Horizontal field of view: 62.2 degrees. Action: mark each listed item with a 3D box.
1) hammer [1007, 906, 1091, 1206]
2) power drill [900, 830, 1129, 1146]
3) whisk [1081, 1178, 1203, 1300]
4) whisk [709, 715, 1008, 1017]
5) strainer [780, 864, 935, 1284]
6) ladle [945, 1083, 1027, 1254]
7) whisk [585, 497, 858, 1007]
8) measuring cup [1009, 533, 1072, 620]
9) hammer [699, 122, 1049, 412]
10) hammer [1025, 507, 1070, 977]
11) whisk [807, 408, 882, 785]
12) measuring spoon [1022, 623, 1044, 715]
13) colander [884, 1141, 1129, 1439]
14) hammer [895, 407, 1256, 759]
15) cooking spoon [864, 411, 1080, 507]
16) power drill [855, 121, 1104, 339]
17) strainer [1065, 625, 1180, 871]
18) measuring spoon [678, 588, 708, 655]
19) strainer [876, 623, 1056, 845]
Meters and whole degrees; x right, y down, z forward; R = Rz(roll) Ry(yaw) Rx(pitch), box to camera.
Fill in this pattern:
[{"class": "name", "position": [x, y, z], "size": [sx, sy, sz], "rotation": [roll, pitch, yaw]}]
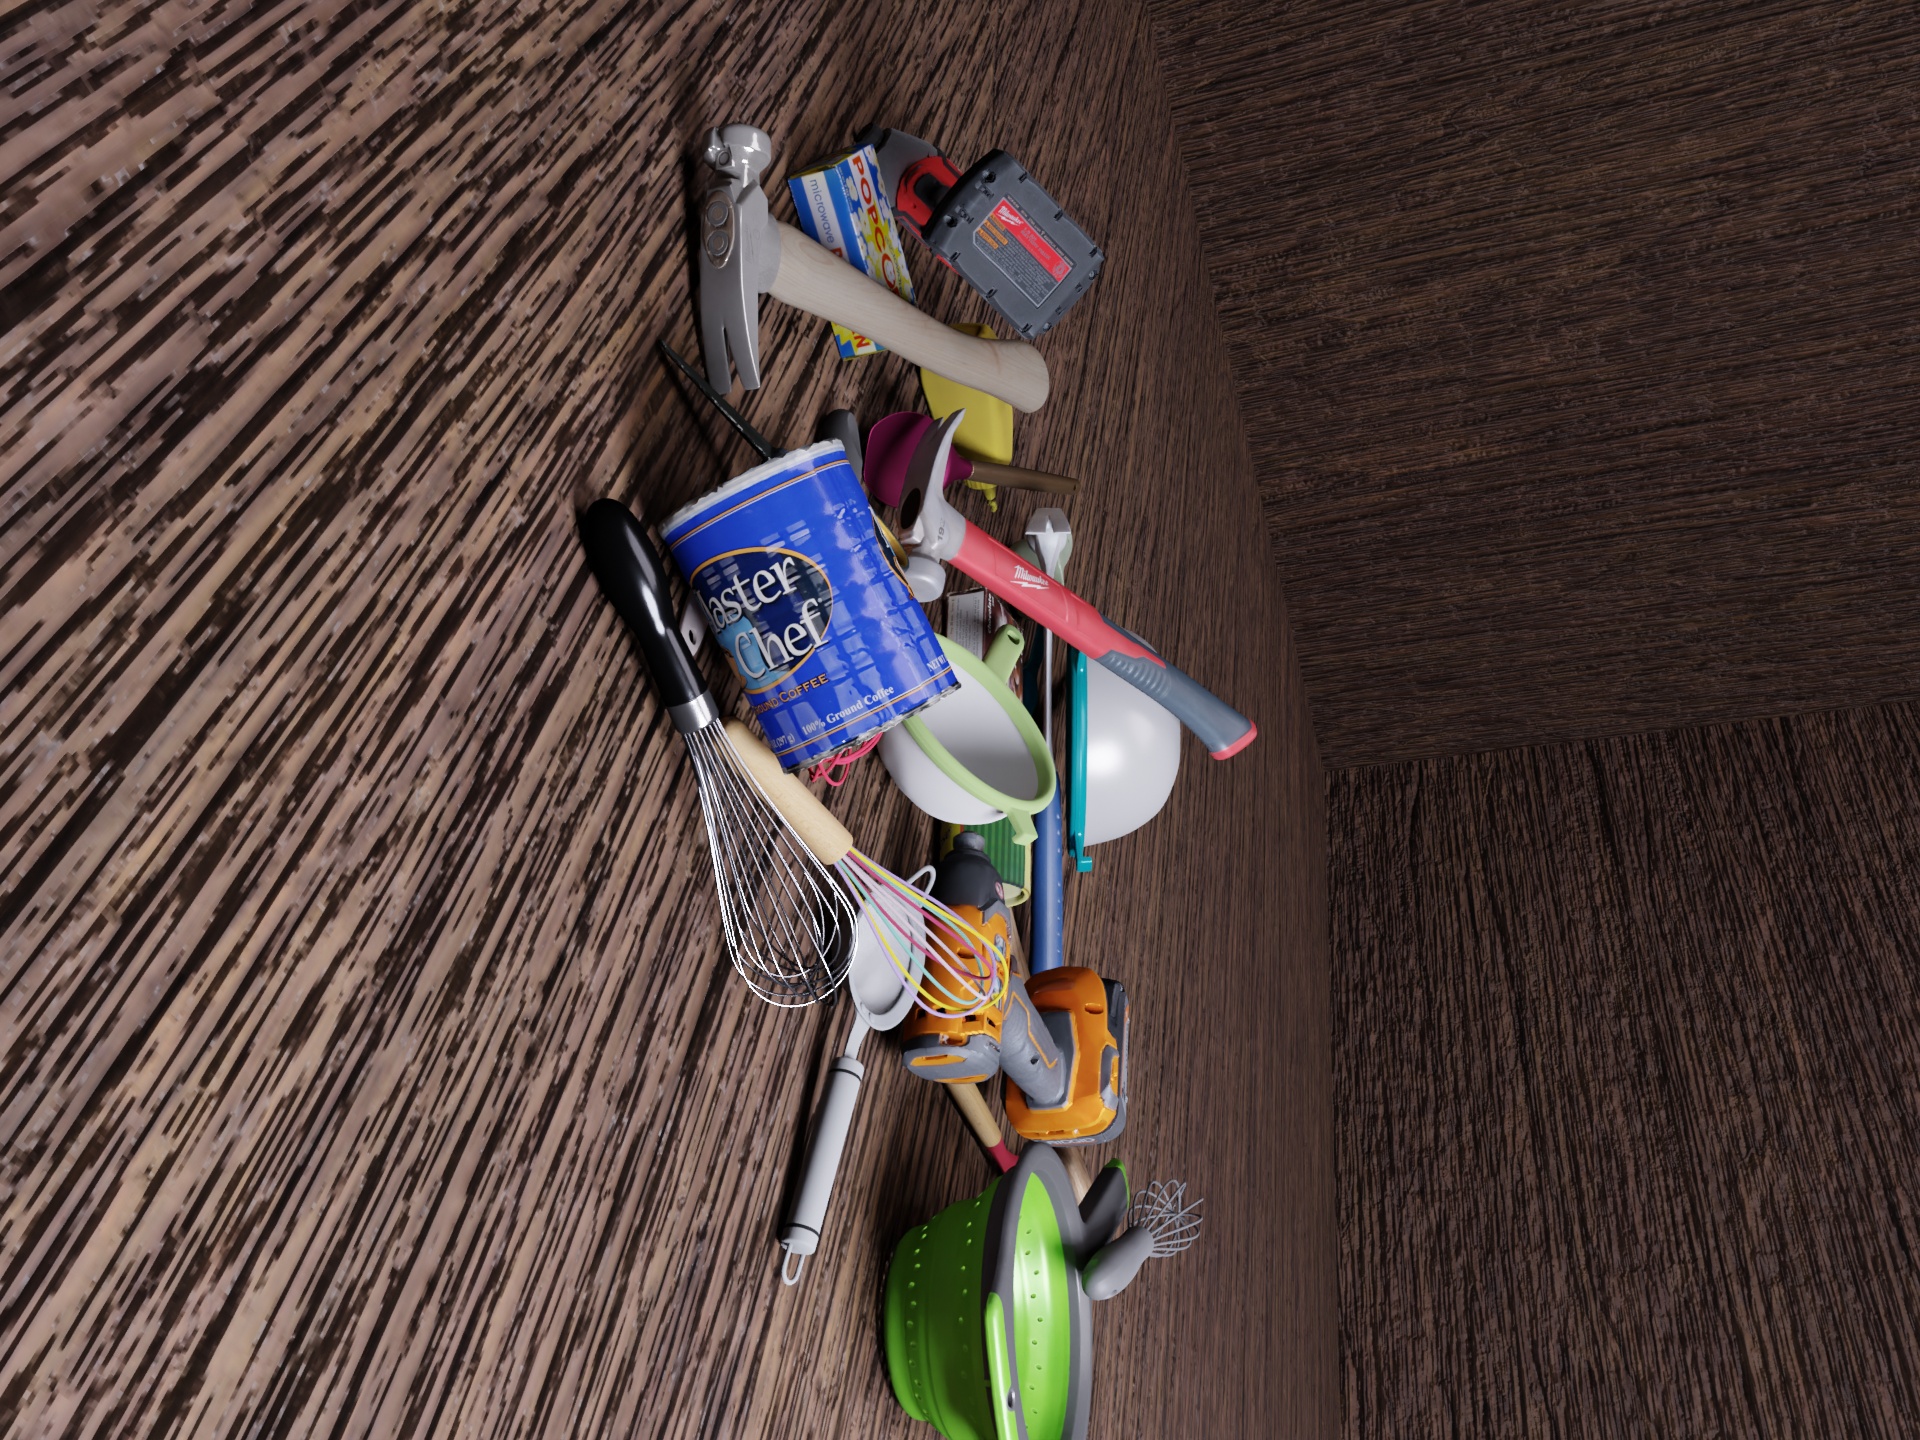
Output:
[{"class": "hammer", "position": [0.067, 0.285, 1.232], "size": [0.130, 0.031, 0.331], "rotation": [-91, 165, -73]}, {"class": "power drill", "position": [0.038, 0.185, 1.072], "size": [0.226, 0.084, 0.164], "rotation": [46, 40, -48]}, {"class": "whisk", "position": [0.125, 0.359, 1.094], "size": [0.239, 0.055, 0.055], "rotation": [12, 71, -69]}, {"class": "whisk", "position": [-0.051, 0.083, 0.879], "size": [0.244, 0.047, 0.051], "rotation": [49, 45, -28]}, {"class": "strainer", "position": [-0.065, 0.189, 0.893], "size": [0.086, 0.050, 0.259], "rotation": [60, 34, -42]}, {"class": "ladle", "position": [0.012, 0.276, 1.111], "size": [0.069, 0.031, 0.315], "rotation": [-85, 157, -49]}, {"class": "whisk", "position": [-0.120, 0.023, 0.781], "size": [0.070, 0.070, 0.284], "rotation": [-62, 135, -61]}, {"class": "measuring cup", "position": [0.075, -0.143, 1.457], "size": [0.168, 0.038, 0.083], "rotation": [-63, 141, -63]}, {"class": "hammer", "position": [-0.038, -0.249, 1.048], "size": [0.410, 0.038, 0.146], "rotation": [3, 86, -62]}, {"class": "hammer", "position": [0.069, 0.030, 1.275], "size": [0.144, 0.035, 0.405], "rotation": [24, 66, -87]}, {"class": "whisk", "position": [-0.075, -0.085, 0.957], "size": [0.073, 0.073, 0.296], "rotation": [60, 22, -48]}, {"class": "measuring spoon", "position": [0.058, -0.059, 1.359], "size": [0.042, 0.021, 0.129], "rotation": [49, 50, -45]}, {"class": "colander", "position": [0.035, 0.359, 1.036], "size": [0.397, 0.094, 0.204], "rotation": [-5, 88, -74]}, {"class": "hammer", "position": [0.101, -0.080, 1.196], "size": [0.385, 0.038, 0.143], "rotation": [31, 60, -37]}, {"class": "cooking spoon", "position": [0.016, -0.191, 1.226], "size": [0.318, 0.017, 0.068], "rotation": [-6, 107, -59]}, {"class": "power drill", "position": [0.003, -0.361, 1.138], "size": [0.143, 0.078, 0.220], "rotation": [37, 9, -32]}, {"class": "strainer", "position": [0.140, -0.003, 1.399], "size": [0.340, 0.095, 0.211], "rotation": [-71, 161, -78]}, {"class": "measuring spoon", "position": [-0.127, -0.077, 0.848], "size": [0.124, 0.018, 0.034], "rotation": [-79, 154, -44]}, {"class": "strainer", "position": [-0.002, -0.004, 1.101], "size": [0.151, 0.069, 0.256], "rotation": [44, 23, -8]}]
